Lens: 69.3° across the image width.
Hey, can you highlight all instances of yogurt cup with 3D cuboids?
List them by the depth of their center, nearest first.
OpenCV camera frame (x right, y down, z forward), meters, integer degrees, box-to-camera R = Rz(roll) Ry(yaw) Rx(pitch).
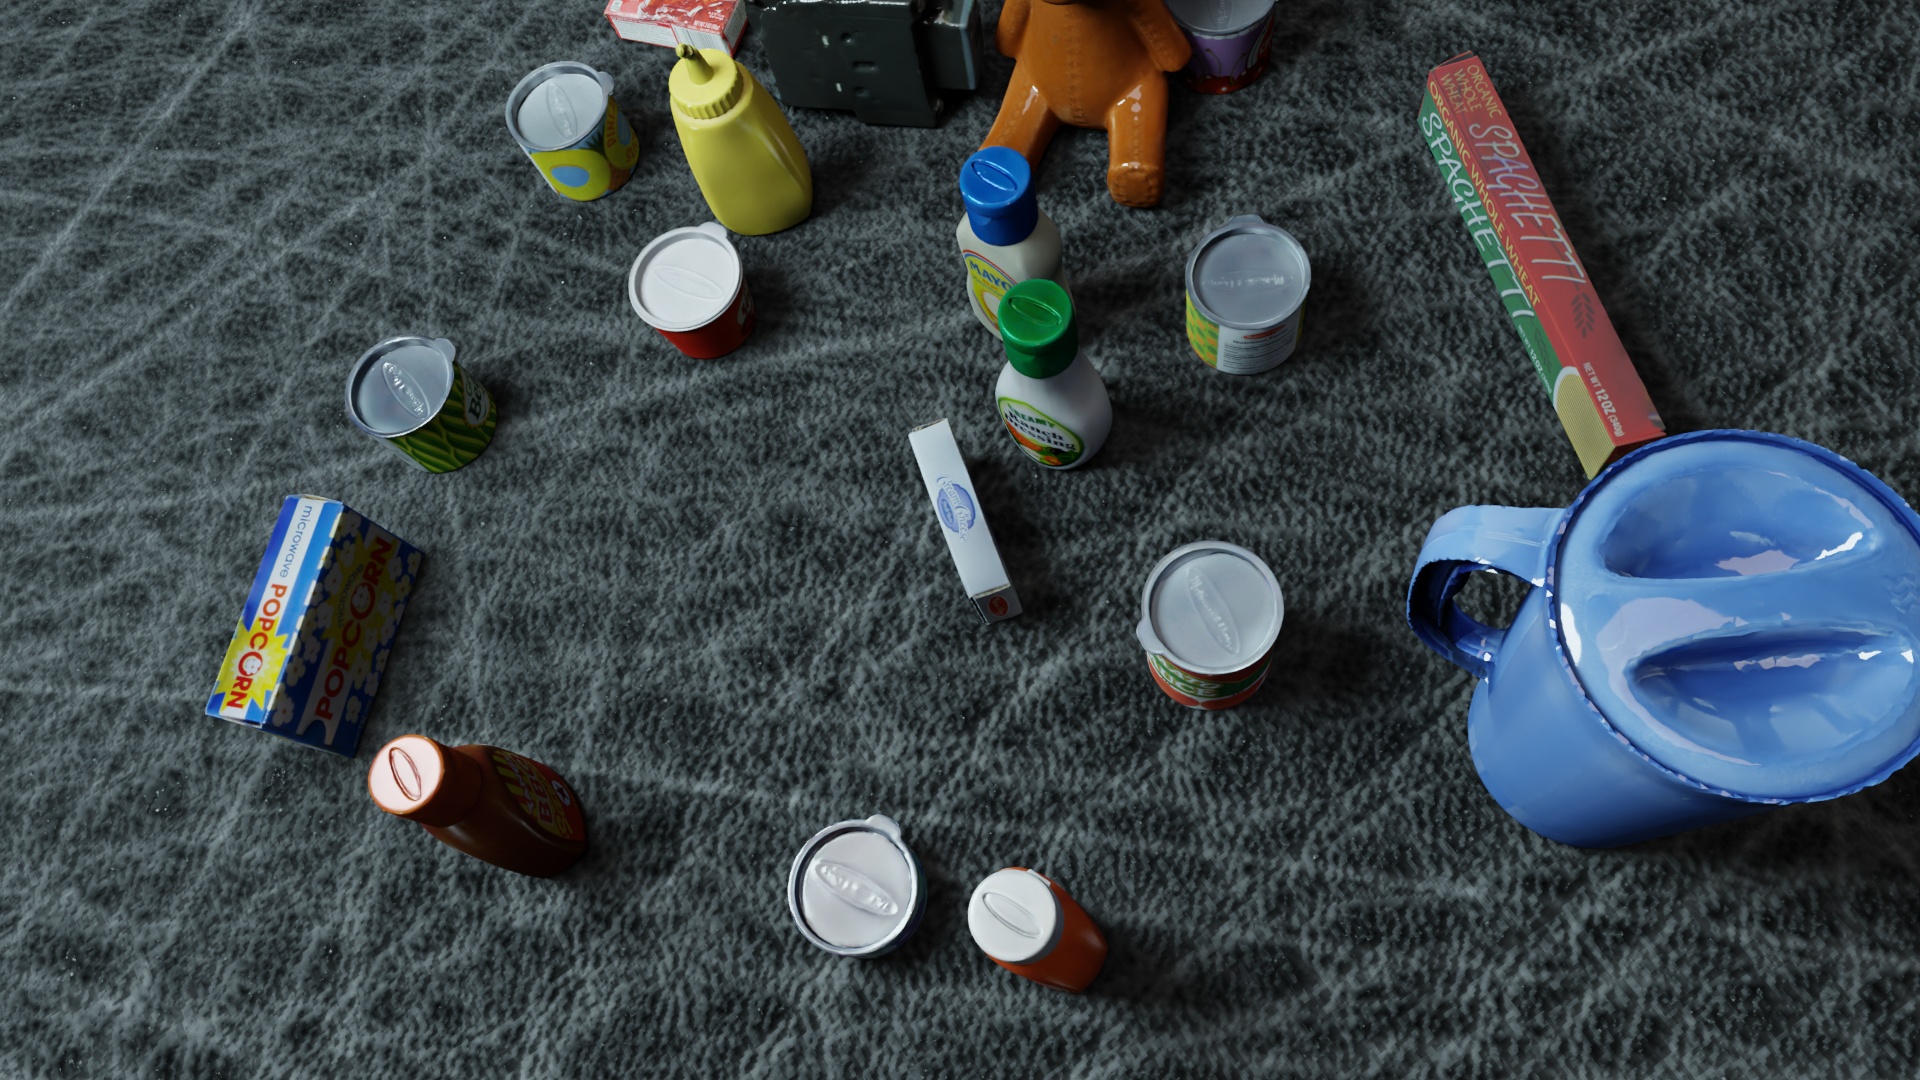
[{"bbox_3d":[-0.155,-0.143,0.824,0.072,0.053,0.072,-3,70,8],"label":"yogurt cup"}]

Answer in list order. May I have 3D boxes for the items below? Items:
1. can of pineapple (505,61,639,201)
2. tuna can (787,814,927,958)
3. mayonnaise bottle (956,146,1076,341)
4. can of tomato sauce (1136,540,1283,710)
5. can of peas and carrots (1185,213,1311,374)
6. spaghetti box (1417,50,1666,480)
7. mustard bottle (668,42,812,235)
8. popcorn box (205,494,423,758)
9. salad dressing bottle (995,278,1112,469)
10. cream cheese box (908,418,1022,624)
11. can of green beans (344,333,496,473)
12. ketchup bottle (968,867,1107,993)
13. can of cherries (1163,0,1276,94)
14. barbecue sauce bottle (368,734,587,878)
[{"bbox_3d":[-0.242,-0.258,0.878,0.071,0.057,0.071,-3,70,8],"label":"can of pineapple"},{"bbox_3d":[-0.050,0.174,0.702,0.071,0.032,0.071,-3,70,8],"label":"tuna can"},{"bbox_3d":[0.027,-0.154,0.749,0.065,0.147,0.041,35,79,19],"label":"mayonnaise bottle"},{"bbox_3d":[0.124,0.046,0.695,0.071,0.083,0.071,-3,70,8],"label":"can of tomato sauce"},{"bbox_3d":[0.158,-0.135,0.769,0.071,0.058,0.071,-3,70,8],"label":"can of peas and carrots"},{"bbox_3d":[0.310,-0.153,0.756,0.029,0.050,0.251,-17,68,3],"label":"spaghetti box"},{"bbox_3d":[-0.131,-0.235,0.797,0.065,0.159,0.049,-15,69,4],"label":"mustard bottle"},{"bbox_3d":[-0.353,0.048,0.768,0.038,0.085,0.127,8,72,12],"label":"popcorn box"},{"bbox_3d":[0.045,-0.084,0.720,0.064,0.147,0.044,28,77,17],"label":"salad dressing bottle"},{"bbox_3d":[0.003,-0.009,0.750,0.024,0.053,0.104,-21,68,1],"label":"cream cheese box"},{"bbox_3d":[-0.318,-0.080,0.824,0.071,0.057,0.071,-3,70,8],"label":"can of green beans"},{"bbox_3d":[0.032,0.174,0.627,0.065,0.148,0.043,31,78,18],"label":"ketchup bottle"},{"bbox_3d":[0.158,-0.312,0.834,0.071,0.058,0.072,-3,70,8],"label":"can of cherries"},{"bbox_3d":[-0.236,0.128,0.686,0.044,0.148,0.065,-34,69,-4],"label":"barbecue sauce bottle"}]
